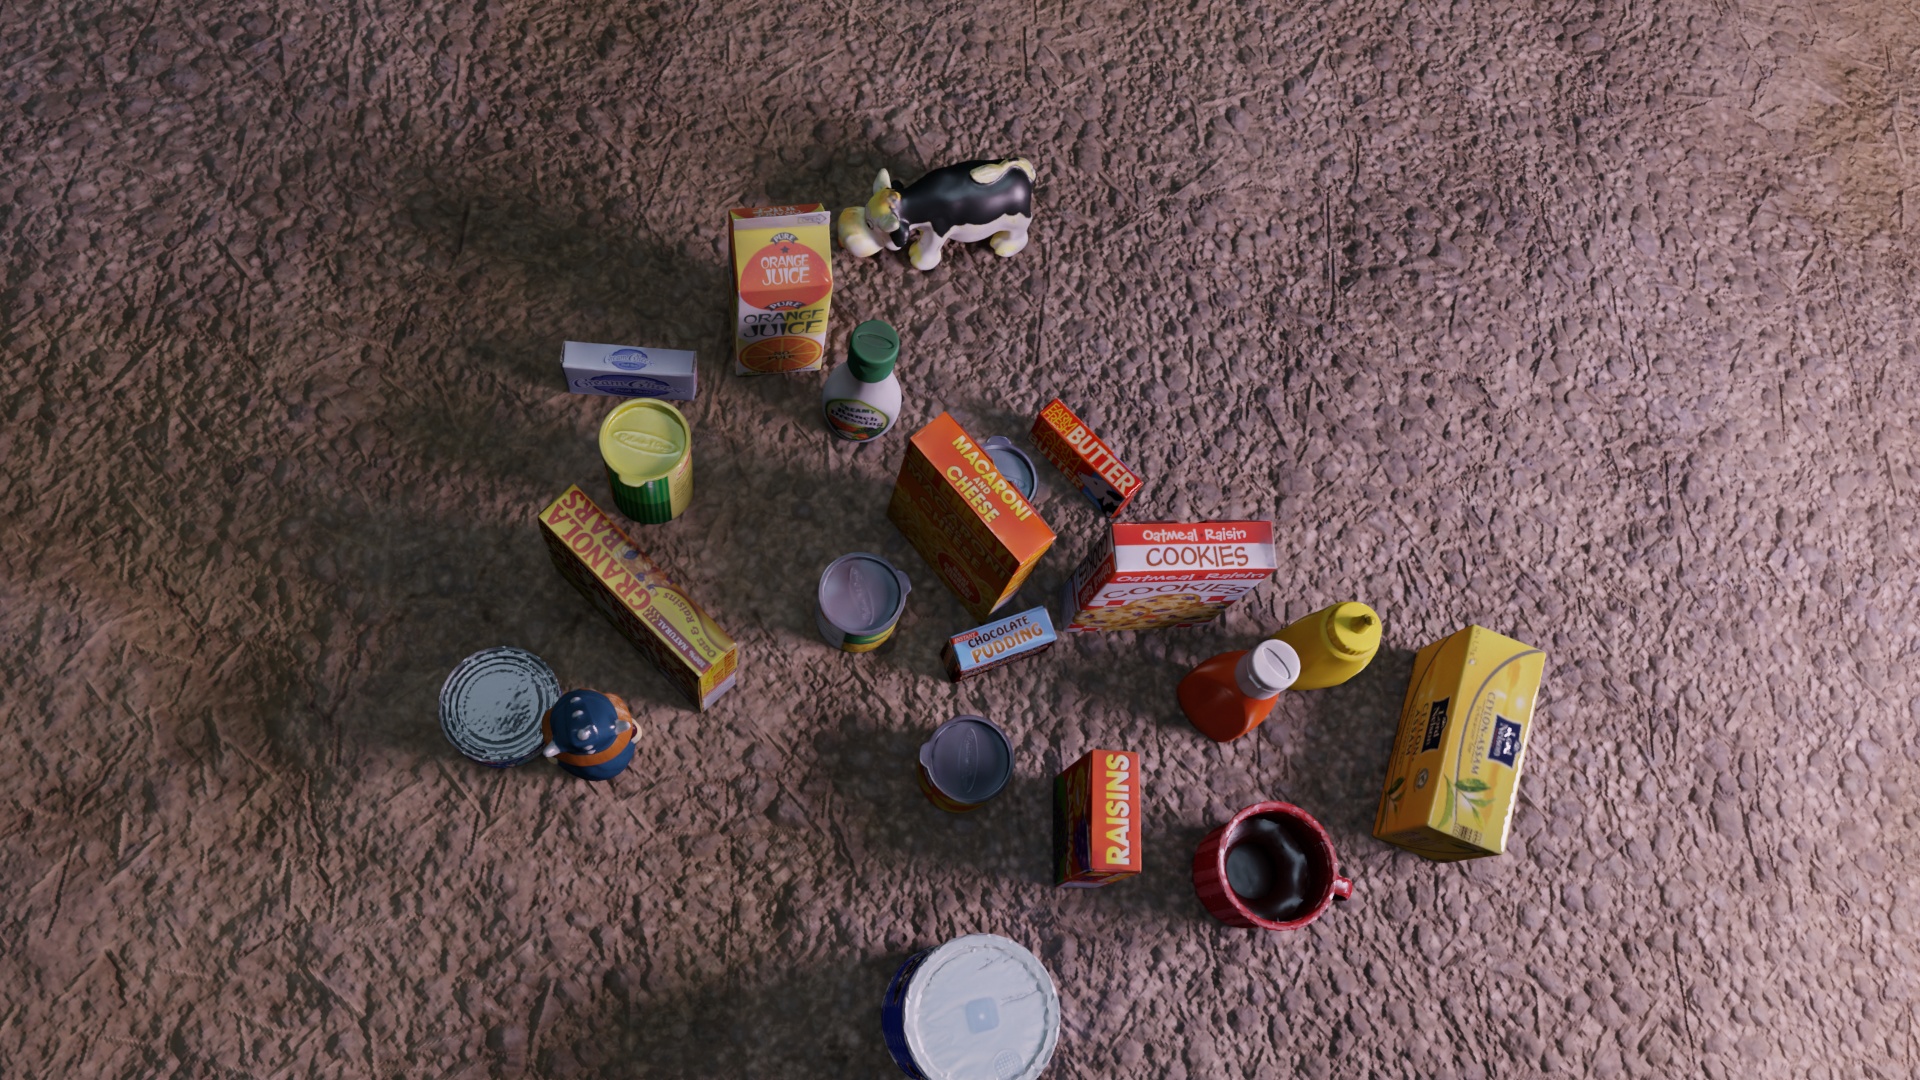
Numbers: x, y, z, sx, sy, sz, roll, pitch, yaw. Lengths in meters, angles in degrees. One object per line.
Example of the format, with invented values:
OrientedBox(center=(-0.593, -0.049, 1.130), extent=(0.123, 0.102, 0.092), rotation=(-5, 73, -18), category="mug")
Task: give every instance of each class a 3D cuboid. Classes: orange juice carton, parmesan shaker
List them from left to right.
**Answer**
OrientedBox(center=(-0.240, -0.056, 1.065), extent=(0.071, 0.102, 0.071), rotation=(3, 71, -9), category="parmesan shaker")
OrientedBox(center=(-0.143, -0.203, 1.086), extent=(0.072, 0.192, 0.073), rotation=(-6, 72, -12), category="orange juice carton")

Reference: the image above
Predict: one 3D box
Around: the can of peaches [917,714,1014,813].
OrientedBox(center=(0.001, 0.170, 1.051), extent=(0.071, 0.058, 0.071), rotation=(3, 71, -9), category="can of peaches")

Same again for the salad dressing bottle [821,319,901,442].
OrientedBox(center=(-0.075, -0.125, 1.094), extent=(0.064, 0.147, 0.044), rotation=(16, 69, -4), category="salad dressing bottle")

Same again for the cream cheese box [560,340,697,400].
OrientedBox(center=(-0.265, -0.135, 1.116), extent=(0.104, 0.053, 0.024), rotation=(3, 71, -9), category="cream cheese box")

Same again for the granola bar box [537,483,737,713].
OrientedBox(center=(-0.235, 0.047, 1.019), extent=(0.165, 0.123, 0.039), rotation=(43, 70, 7), category="granola bar box")

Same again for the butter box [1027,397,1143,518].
OrientedBox(center=(0.102, -0.068, 1.155), extent=(0.024, 0.053, 0.103), rotation=(-42, 82, -20), category="butter box")

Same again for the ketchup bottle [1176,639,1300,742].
OrientedBox(center=(0.213, 0.112, 1.059), extent=(0.044, 0.148, 0.065), rotation=(-37, 81, -19), category="ketchup bottle")

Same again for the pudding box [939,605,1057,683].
OrientedBox(center=(0.030, 0.082, 1.092), extent=(0.084, 0.049, 0.030), rotation=(-17, 75, -15), category="pudding box")

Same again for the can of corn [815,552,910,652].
OrientedBox(center=(-0.077, 0.049, 1.081), extent=(0.071, 0.058, 0.071), rotation=(3, 71, -9), category="can of corn")

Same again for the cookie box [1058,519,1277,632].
OrientedBox(center=(0.155, 0.029, 1.069), extent=(0.123, 0.167, 0.040), rotation=(-2, 72, -10), category="cookie box")

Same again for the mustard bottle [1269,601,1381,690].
OrientedBox(center=(0.289, 0.079, 1.078), extent=(0.065, 0.159, 0.049), rotation=(2, 71, -9), category="mustard bottle")

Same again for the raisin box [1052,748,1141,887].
OrientedBox(center=(0.098, 0.206, 1.020), extent=(0.040, 0.123, 0.086), rotation=(5, 70, -8), category="raisin box")

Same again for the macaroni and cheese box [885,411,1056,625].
OrientedBox(center=(0.004, -0.013, 1.058), extent=(0.040, 0.166, 0.124), rotation=(-38, 81, -19), category="macaroni and cheese box")

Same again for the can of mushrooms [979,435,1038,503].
OrientedBox(center=(0.029, -0.048, 1.146), extent=(0.071, 0.033, 0.071), rotation=(3, 70, -9), category="can of mushrooms")
